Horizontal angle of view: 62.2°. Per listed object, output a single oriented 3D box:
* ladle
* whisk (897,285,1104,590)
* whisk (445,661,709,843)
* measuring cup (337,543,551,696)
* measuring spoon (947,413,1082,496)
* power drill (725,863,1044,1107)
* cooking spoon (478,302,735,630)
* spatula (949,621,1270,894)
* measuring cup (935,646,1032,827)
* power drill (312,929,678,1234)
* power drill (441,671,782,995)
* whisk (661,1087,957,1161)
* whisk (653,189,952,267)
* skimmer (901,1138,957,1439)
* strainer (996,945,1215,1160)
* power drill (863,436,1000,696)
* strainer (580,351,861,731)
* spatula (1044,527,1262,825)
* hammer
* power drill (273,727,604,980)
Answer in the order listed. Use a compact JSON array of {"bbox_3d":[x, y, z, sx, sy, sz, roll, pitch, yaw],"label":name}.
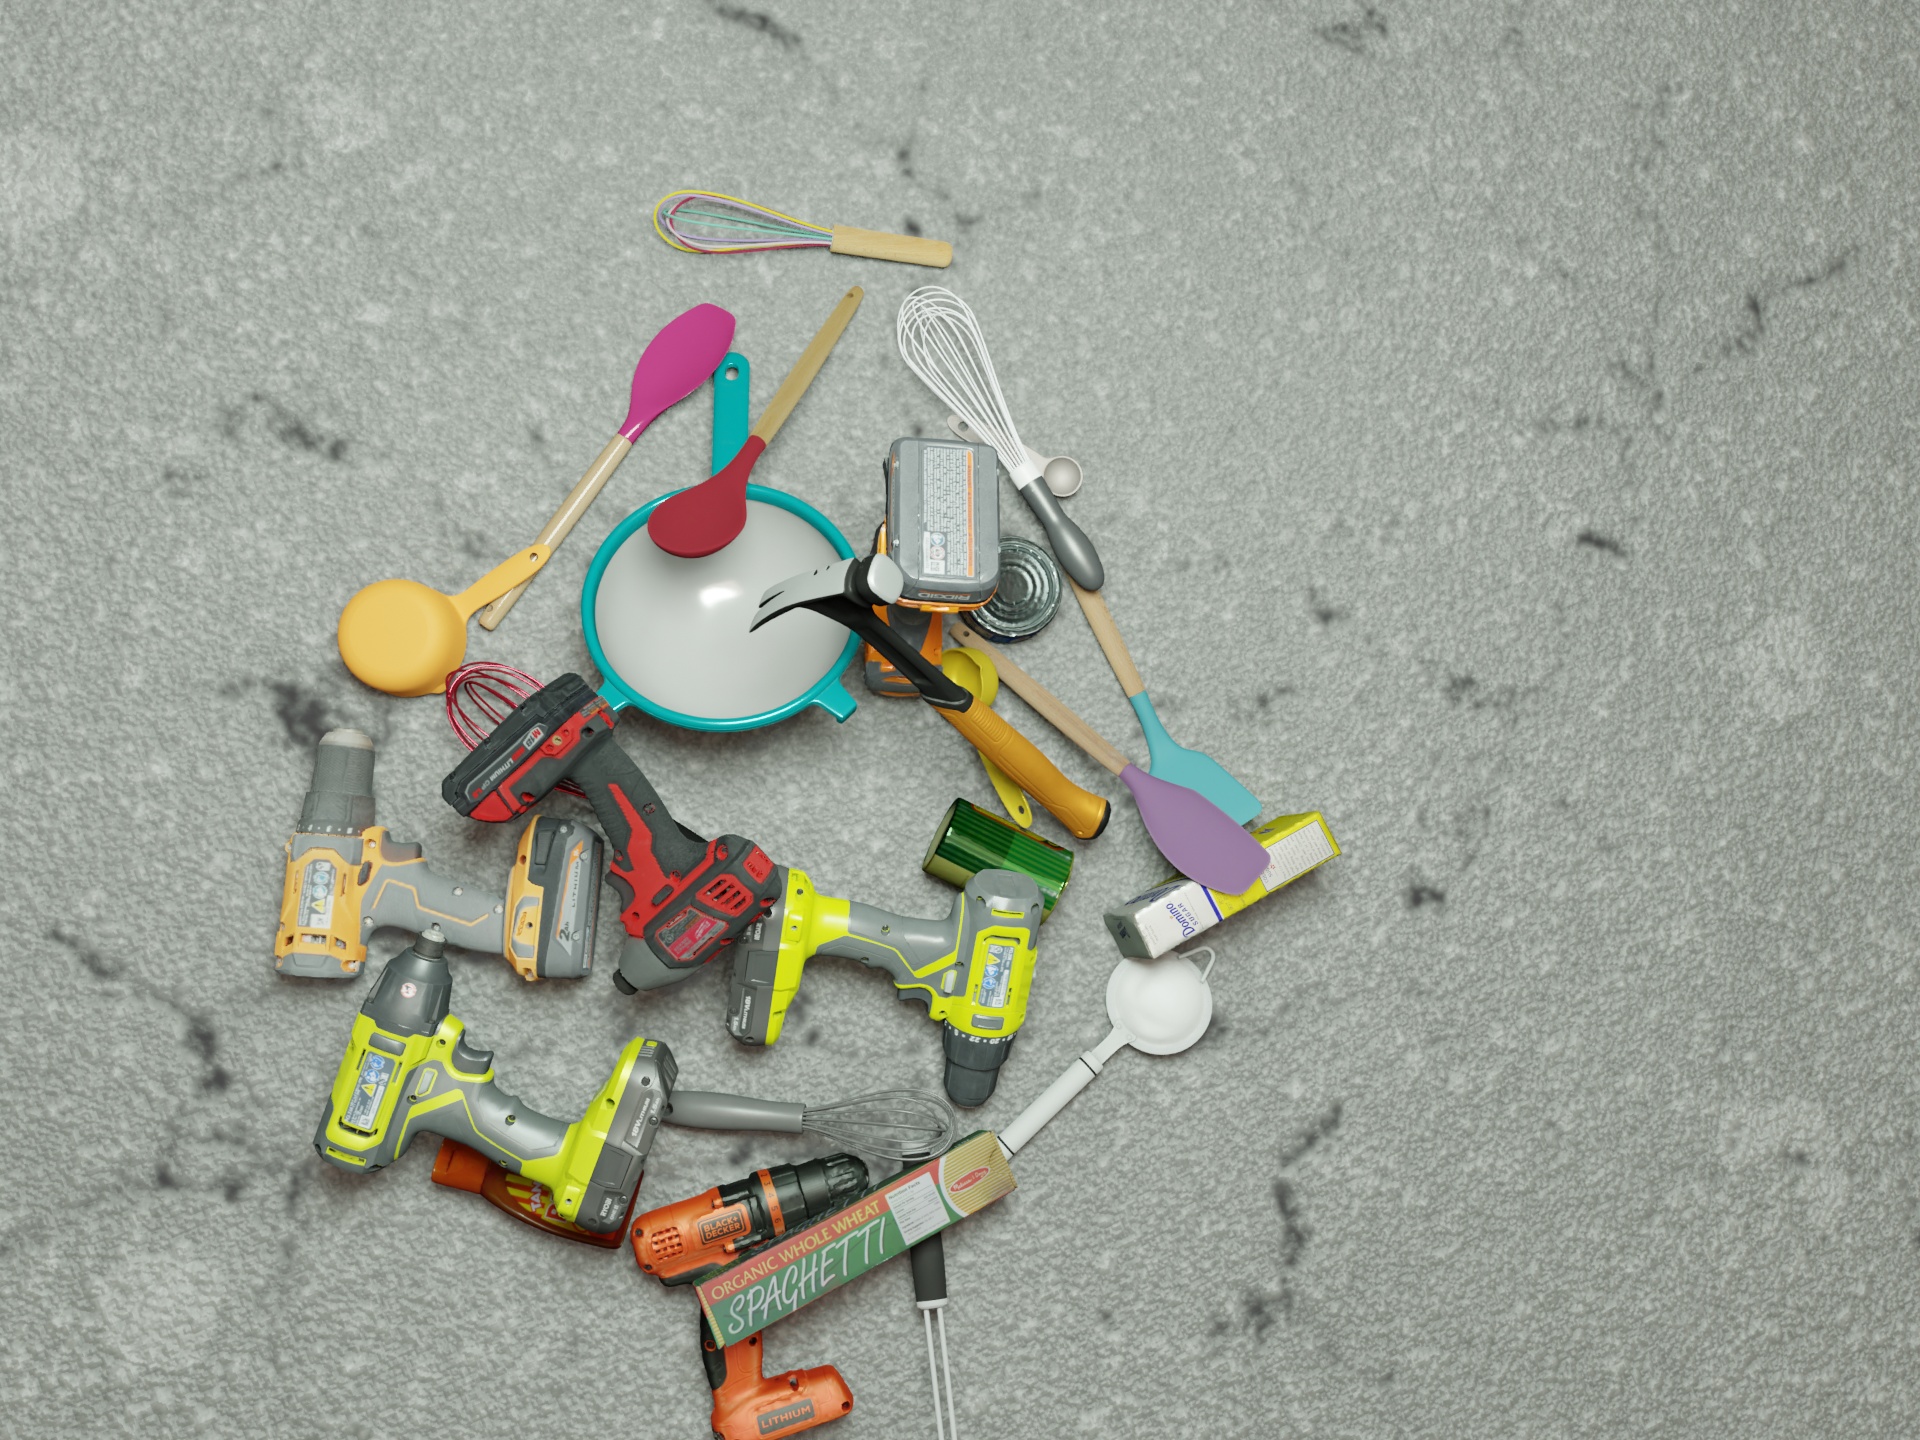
[{"bbox_3d":[-0.147,-0.236,1.238,0.069,0.031,0.316,20,59,13],"label":"ladle"},{"bbox_3d":[0.035,-0.226,1.291,0.070,0.070,0.284,-32,90,-11],"label":"whisk"},{"bbox_3d":[-0.270,0.055,1.220,0.295,0.073,0.073,37,79,-9],"label":"whisk"},{"bbox_3d":[-0.389,-0.087,1.204,0.173,0.052,0.095,-34,86,-1],"label":"measuring cup"},{"bbox_3d":[0.044,-0.222,1.325,0.124,0.018,0.034,27,83,1],"label":"measuring spoon"},{"bbox_3d":[-0.059,0.200,1.212,0.228,0.080,0.190,8,109,-7],"label":"power drill"},{"bbox_3d":[-0.282,-0.203,1.262,0.069,0.017,0.319,30,80,24],"label":"cooking spoon"},{"bbox_3d":[0.109,0.024,1.256,0.316,0.018,0.060,41,76,16],"label":"spatula"},{"bbox_3d":[0.026,0.012,1.266,0.029,0.062,0.156,-15,75,-49],"label":"measuring cup"},{"bbox_3d":[-0.322,0.258,1.126,0.223,0.080,0.171,21,93,-6],"label":"power drill"},{"bbox_3d":[-0.246,0.087,1.115,0.143,0.078,0.219,-42,96,14],"label":"power drill"},{"bbox_3d":[-0.121,0.300,1.209,0.239,0.055,0.055,3,83,4],"label":"whisk"},{"bbox_3d":[-0.128,-0.396,1.304,0.245,0.051,0.047,5,104,-13],"label":"whisk"},{"bbox_3d":[-0.020,0.511,1.225,0.127,0.090,0.363,-4,74,-10],"label":"skimmer"},{"bbox_3d":[0.111,0.269,1.268,0.258,0.050,0.087,-42,76,-8],"label":"strainer"},{"bbox_3d":[-0.030,-0.126,1.191,0.084,0.226,0.164,3,73,-11],"label":"power drill"},{"bbox_3d":[-0.181,-0.128,1.247,0.211,0.095,0.341,-1,63,-4],"label":"strainer"},{"bbox_3d":[0.138,-0.047,1.304,0.082,0.044,0.317,-26,88,-8],"label":"spatula"},{"bbox_3d":[-0.002,-0.004,1.164,0.336,0.127,0.034,41,53,-36],"label":"hammer"},{"bbox_3d":[-0.386,0.104,1.186,0.226,0.084,0.185,4,81,-5],"label":"power drill"}]
